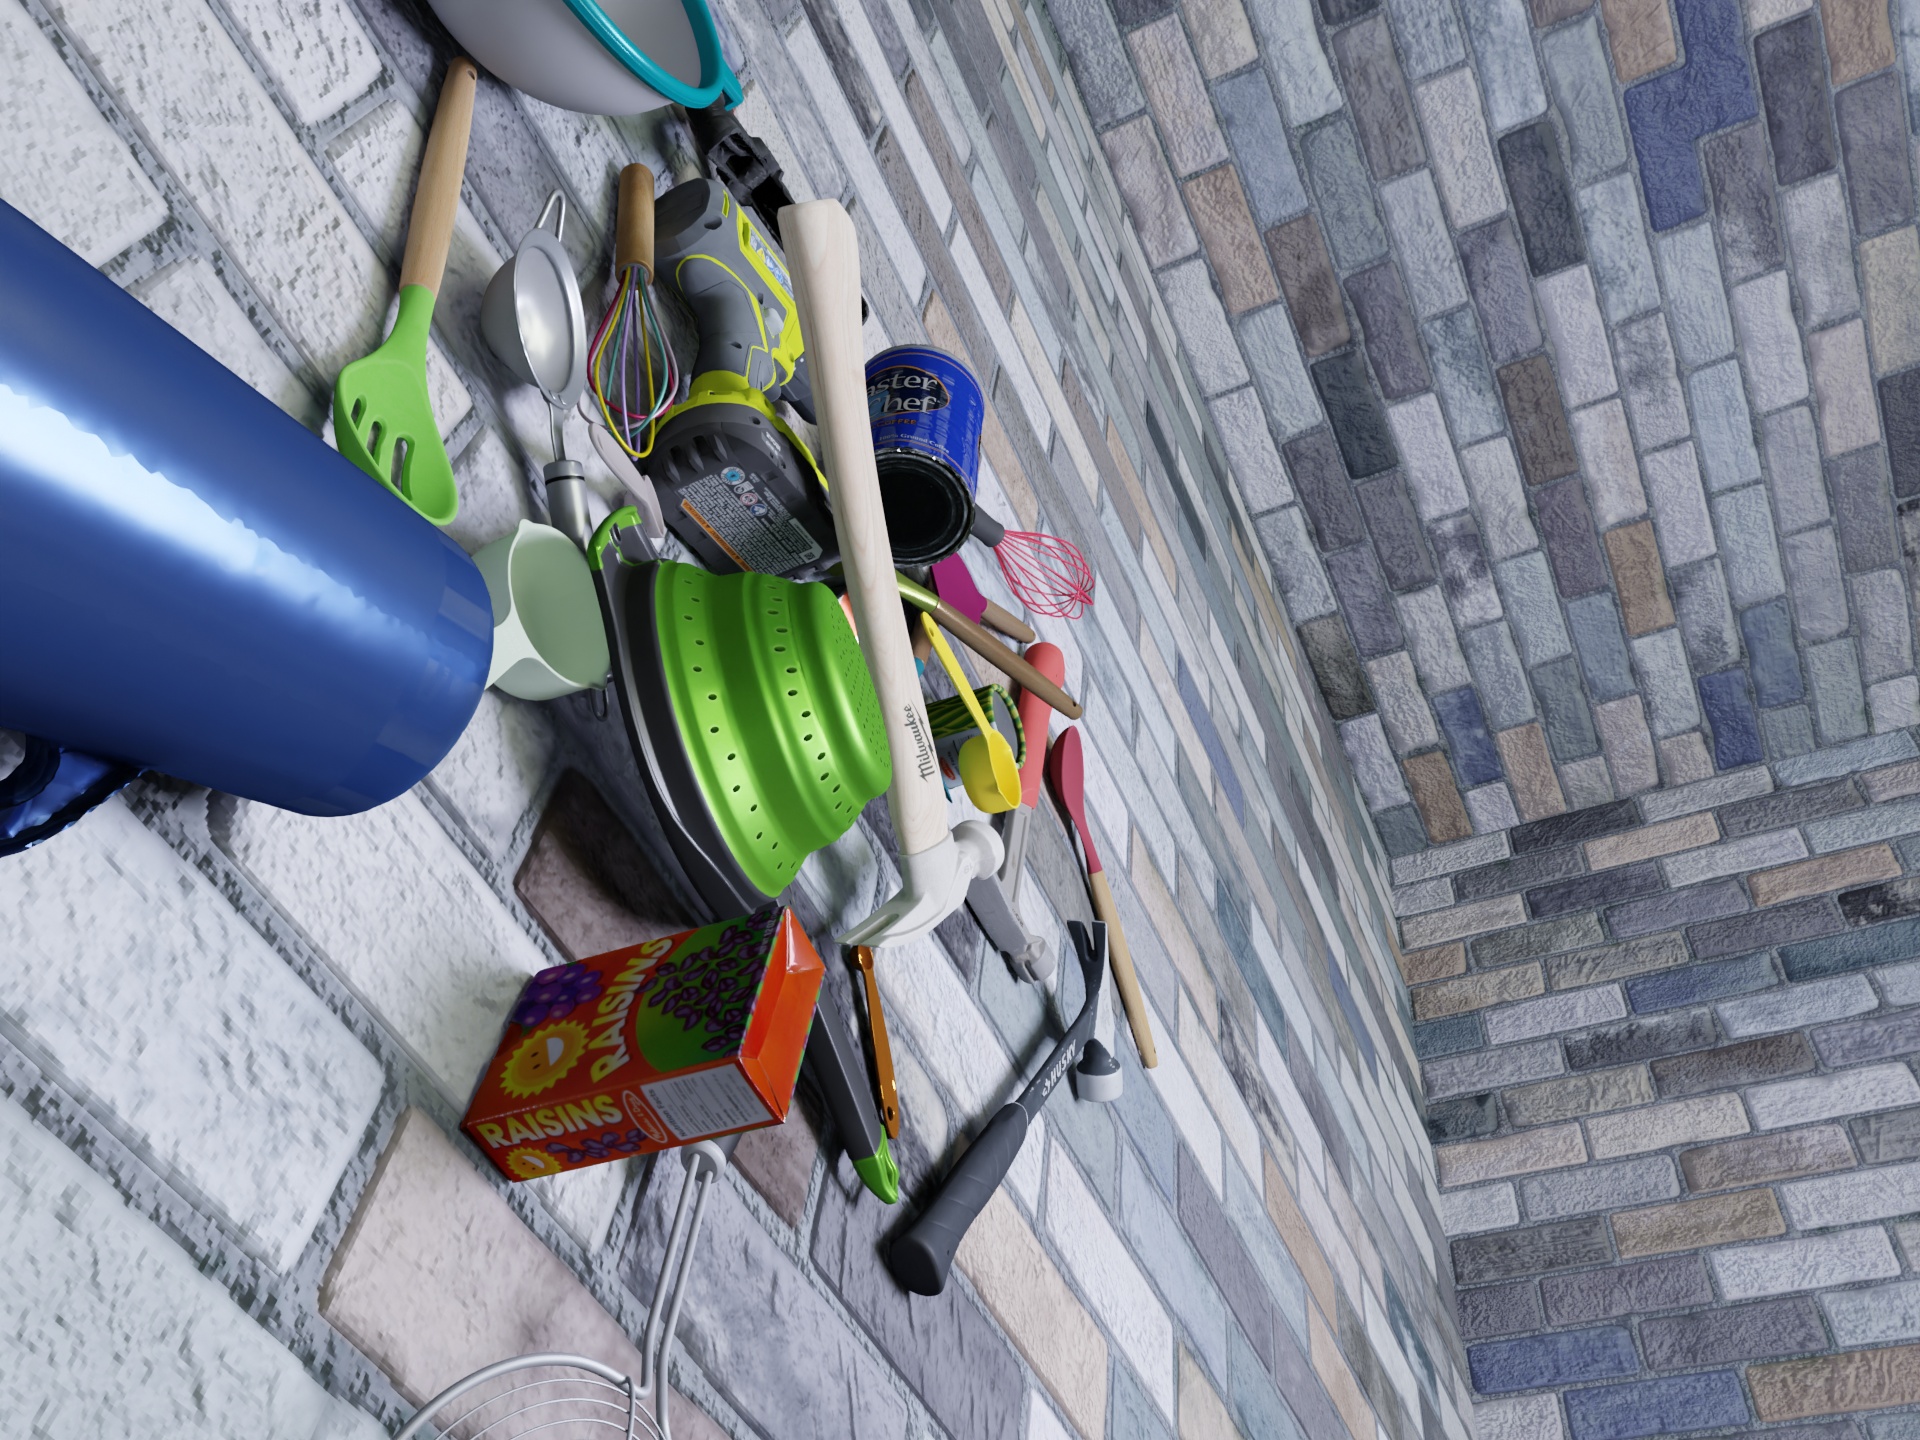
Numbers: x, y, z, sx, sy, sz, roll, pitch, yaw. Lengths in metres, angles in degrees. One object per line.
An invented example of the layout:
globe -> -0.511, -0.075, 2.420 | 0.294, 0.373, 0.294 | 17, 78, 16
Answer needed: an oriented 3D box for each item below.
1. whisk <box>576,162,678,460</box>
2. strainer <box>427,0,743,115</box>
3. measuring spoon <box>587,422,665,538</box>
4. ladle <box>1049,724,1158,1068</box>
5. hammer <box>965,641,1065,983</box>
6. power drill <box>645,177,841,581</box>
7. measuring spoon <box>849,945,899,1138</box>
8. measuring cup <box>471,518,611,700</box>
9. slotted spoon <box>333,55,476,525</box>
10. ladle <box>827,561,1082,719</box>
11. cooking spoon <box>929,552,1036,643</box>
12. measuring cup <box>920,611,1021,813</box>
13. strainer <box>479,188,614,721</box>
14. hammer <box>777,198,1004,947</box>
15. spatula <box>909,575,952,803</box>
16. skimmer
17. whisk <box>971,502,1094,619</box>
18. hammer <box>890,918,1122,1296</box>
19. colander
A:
whisk -> -0.183, -0.237, 0.883 | 0.047, 0.051, 0.245 | 21, 44, -32
strainer -> -0.237, -0.375, 0.768 | 0.211, 0.095, 0.340 | 60, 21, -9
measuring spoon -> -0.174, -0.121, 0.804 | 0.124, 0.018, 0.034 | 70, 5, -77
ladle -> 0.129, 0.159, 1.420 | 0.069, 0.031, 0.315 | -21, 95, -68
hammer -> 0.048, 0.038, 1.288 | 0.149, 0.037, 0.359 | 61, 23, -29
power drill -> -0.120, -0.193, 0.970 | 0.190, 0.080, 0.229 | 48, 28, -48
measuring spoon -> -0.051, 0.188, 0.936 | 0.021, 0.011, 0.117 | 12, 66, -68
measuring cup -> -0.202, -0.029, 0.668 | 0.083, 0.038, 0.168 | 67, 22, -16
slotted spoon -> -0.243, -0.208, 0.724 | 0.070, 0.031, 0.314 | 49, 28, -49
ladle -> 0.005, -0.075, 1.134 | 0.319, 0.062, 0.078 | 34, 45, -43
cooking spoon -> 0.021, -0.091, 1.303 | 0.318, 0.017, 0.069 | 19, 56, -74
measuring cup -> -0.002, -0.003, 1.092 | 0.156, 0.029, 0.062 | 63, 20, -21
strainer -> -0.195, -0.126, 0.765 | 0.087, 0.050, 0.258 | 13, 66, -81
hammer -> -0.054, -0.077, 0.891 | 0.146, 0.038, 0.410 | -32, 116, -55
spatula -> -0.019, -0.055, 1.172 | 0.318, 0.044, 0.082 | -78, 148, -57
skimmer -> -0.140, 0.222, 0.636 | 0.363, 0.090, 0.127 | -86, 153, -68
whisk -> 0.038, -0.157, 1.404 | 0.295, 0.073, 0.073 | 29, 47, -54
hammer -> 0.042, 0.256, 1.056 | 0.409, 0.036, 0.149 | -30, 118, -67
colander -> -0.067, 0.070, 0.811 | 0.205, 0.094, 0.397 | -94, 166, -72
